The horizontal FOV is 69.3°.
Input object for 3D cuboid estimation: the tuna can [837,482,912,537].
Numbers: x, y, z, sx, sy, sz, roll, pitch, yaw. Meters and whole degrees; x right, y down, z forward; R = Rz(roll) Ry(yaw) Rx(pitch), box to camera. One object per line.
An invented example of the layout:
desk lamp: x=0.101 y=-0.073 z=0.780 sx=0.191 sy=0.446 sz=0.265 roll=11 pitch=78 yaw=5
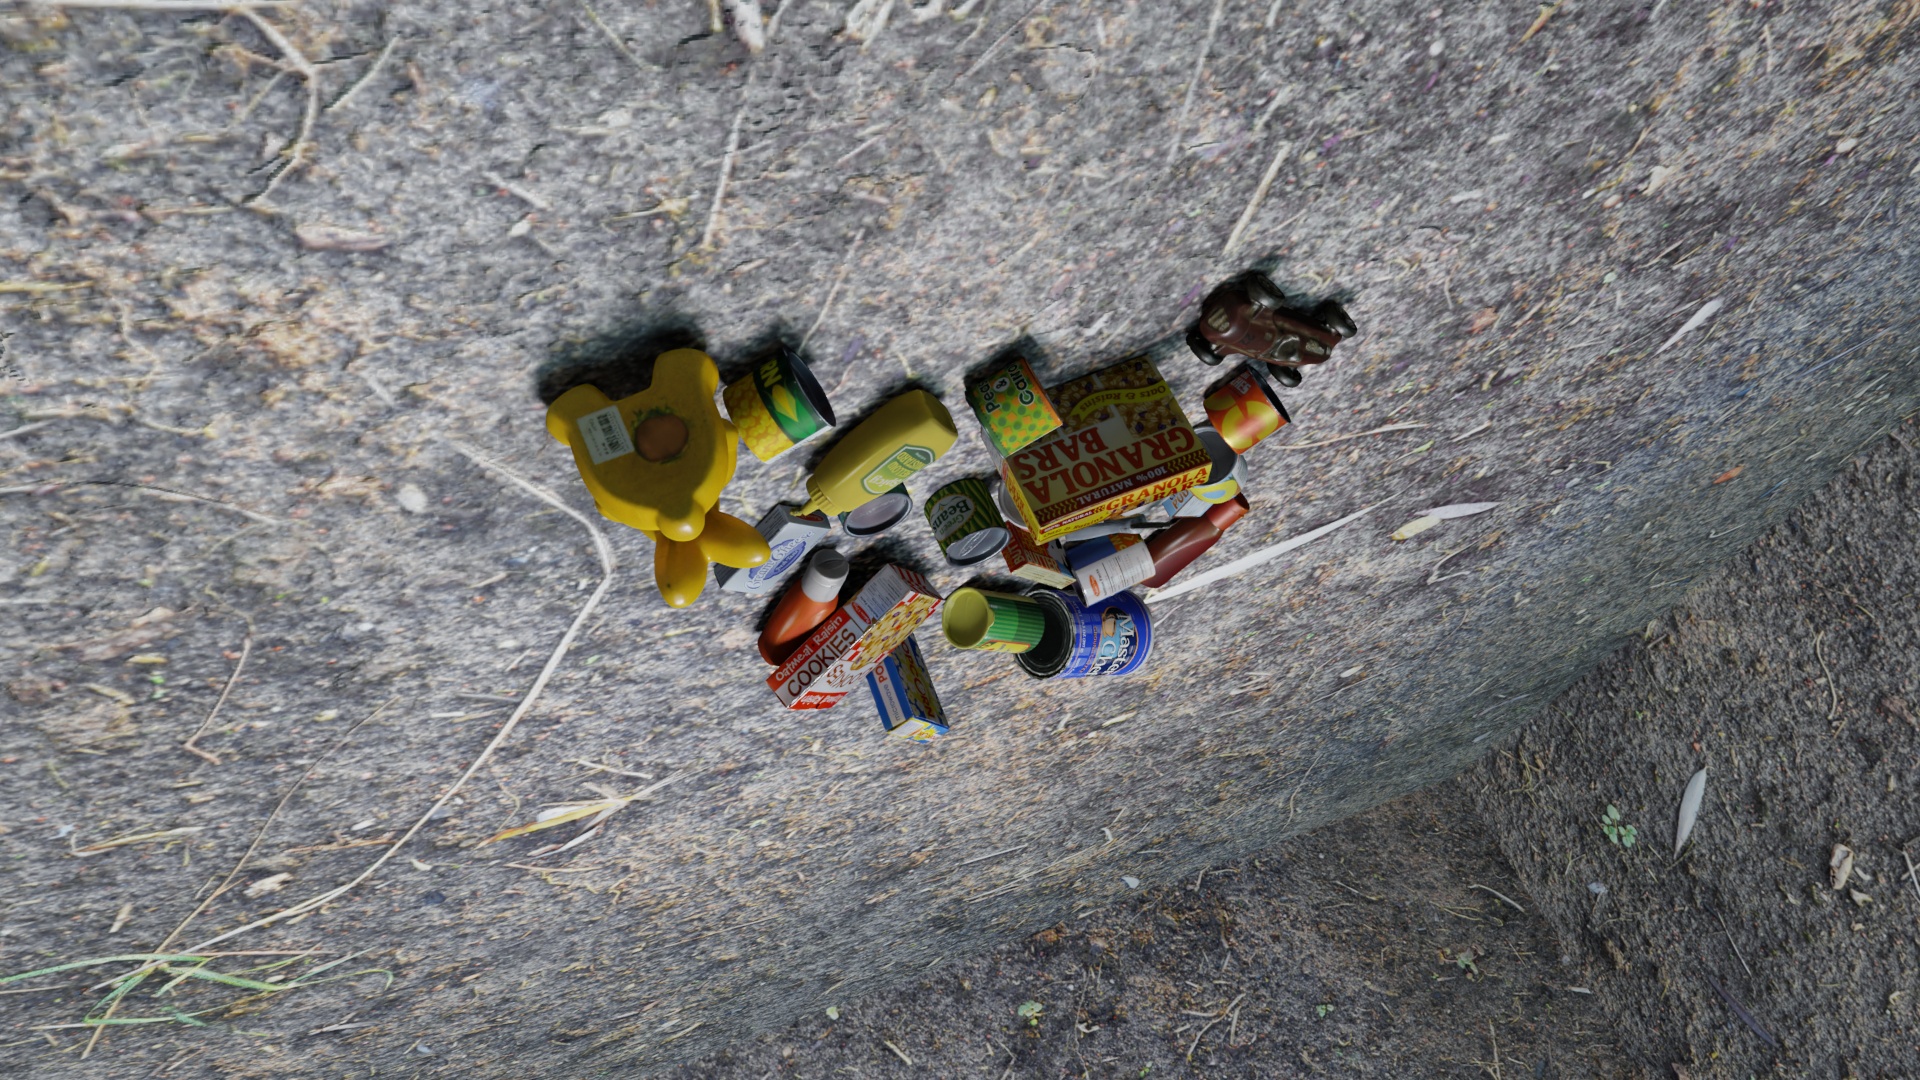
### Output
tuna can: x=-0.079 y=-0.035 z=1.223 sx=0.071 sy=0.033 sz=0.070 roll=-21 pitch=153 yaw=-11

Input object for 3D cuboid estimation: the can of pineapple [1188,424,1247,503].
can of pineapple: x=0.252 y=-0.076 z=1.406 sx=0.071 sy=0.071 sz=0.058 roll=-31 pitch=153 yaw=11

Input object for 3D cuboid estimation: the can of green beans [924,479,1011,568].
can of green beans: x=0.006 y=-0.016 z=1.305 sx=0.071 sy=0.058 sz=0.071 roll=-20 pitch=153 yaw=-11

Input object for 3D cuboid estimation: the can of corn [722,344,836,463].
can of corn: x=-0.135 y=-0.100 z=1.021 sx=0.058 sy=0.071 sz=0.071 roll=-30 pitch=153 yaw=9

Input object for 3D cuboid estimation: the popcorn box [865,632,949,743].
popcorn box: x=-0.064 y=0.146 z=1.463 sx=0.038 sy=0.127 sz=0.085 roll=-31 pitch=153 yaw=16

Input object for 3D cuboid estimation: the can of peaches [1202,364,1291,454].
can of peaches: x=0.274 y=-0.126 z=1.338 sx=0.058 sy=0.071 sz=0.071 roll=-36 pitch=152 yaw=21

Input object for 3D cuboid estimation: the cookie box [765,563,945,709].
cookie box: x=-0.101 y=0.099 z=1.373 sx=0.167 sy=0.040 sz=0.123 roll=-43 pitch=165 yaw=6

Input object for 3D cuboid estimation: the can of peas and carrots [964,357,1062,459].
can of peas and carrots: x=0.043 y=-0.112 z=1.156 sx=0.058 sy=0.071 sz=0.071 roll=-30 pitch=153 yaw=7

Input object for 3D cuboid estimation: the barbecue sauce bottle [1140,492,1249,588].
barbecue sauce bottle: x=0.260 y=-0.004 z=1.571 sx=0.148 sy=0.044 sz=0.065 roll=-41 pitch=150 yaw=27

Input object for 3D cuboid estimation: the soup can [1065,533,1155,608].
soup can: x=0.160 y=0.025 z=1.514 sx=0.084 sy=0.071 sz=0.071 roll=-25 pitch=154 yaw=-4

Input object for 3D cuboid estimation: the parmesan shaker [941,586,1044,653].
parmesan shaker: x=0.039 y=0.088 z=1.512 sx=0.071 sy=0.071 sz=0.103 roll=-41 pitch=150 yaw=27

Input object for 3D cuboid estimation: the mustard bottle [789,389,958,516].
mustard bottle: x=-0.079 y=-0.062 z=1.156 sx=0.160 sy=0.049 sz=0.065 roll=-35 pitch=151 yaw=18

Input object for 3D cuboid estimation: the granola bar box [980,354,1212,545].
granola bar box: x=0.117 y=-0.081 z=1.211 sx=0.166 sy=0.124 sz=0.039 roll=-21 pitch=154 yaw=-11

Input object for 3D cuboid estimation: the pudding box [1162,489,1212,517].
pudding box: x=0.258 y=-0.060 z=1.482 sx=0.050 sy=0.030 sz=0.083 roll=-2 pitch=145 yaw=-38

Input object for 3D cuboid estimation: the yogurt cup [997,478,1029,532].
yogurt cup: x=0.072 y=-0.038 z=1.316 sx=0.072 sy=0.072 sz=0.054 roll=-26 pitch=166 yaw=1

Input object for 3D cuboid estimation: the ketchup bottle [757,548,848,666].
ketchup bottle: x=-0.146 y=0.065 z=1.334 sx=0.065 sy=0.043 sz=0.148 roll=-14 pitch=152 yaw=-35

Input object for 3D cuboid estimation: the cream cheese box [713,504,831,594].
cream cheese box: x=-0.168 y=0.008 z=1.234 sx=0.103 sy=0.024 sz=0.053 roll=-42 pitch=148 yaw=28

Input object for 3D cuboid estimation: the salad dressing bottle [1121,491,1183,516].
salad dressing bottle: x=0.185 y=-0.056 z=1.342 sx=0.064 sy=0.044 sz=0.147 roll=-41 pitch=-177 yaw=-12

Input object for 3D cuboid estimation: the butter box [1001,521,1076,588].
butter box: x=0.078 y=0.016 z=1.434 sx=0.024 sy=0.053 sz=0.103 roll=-35 pitch=152 yaw=24
